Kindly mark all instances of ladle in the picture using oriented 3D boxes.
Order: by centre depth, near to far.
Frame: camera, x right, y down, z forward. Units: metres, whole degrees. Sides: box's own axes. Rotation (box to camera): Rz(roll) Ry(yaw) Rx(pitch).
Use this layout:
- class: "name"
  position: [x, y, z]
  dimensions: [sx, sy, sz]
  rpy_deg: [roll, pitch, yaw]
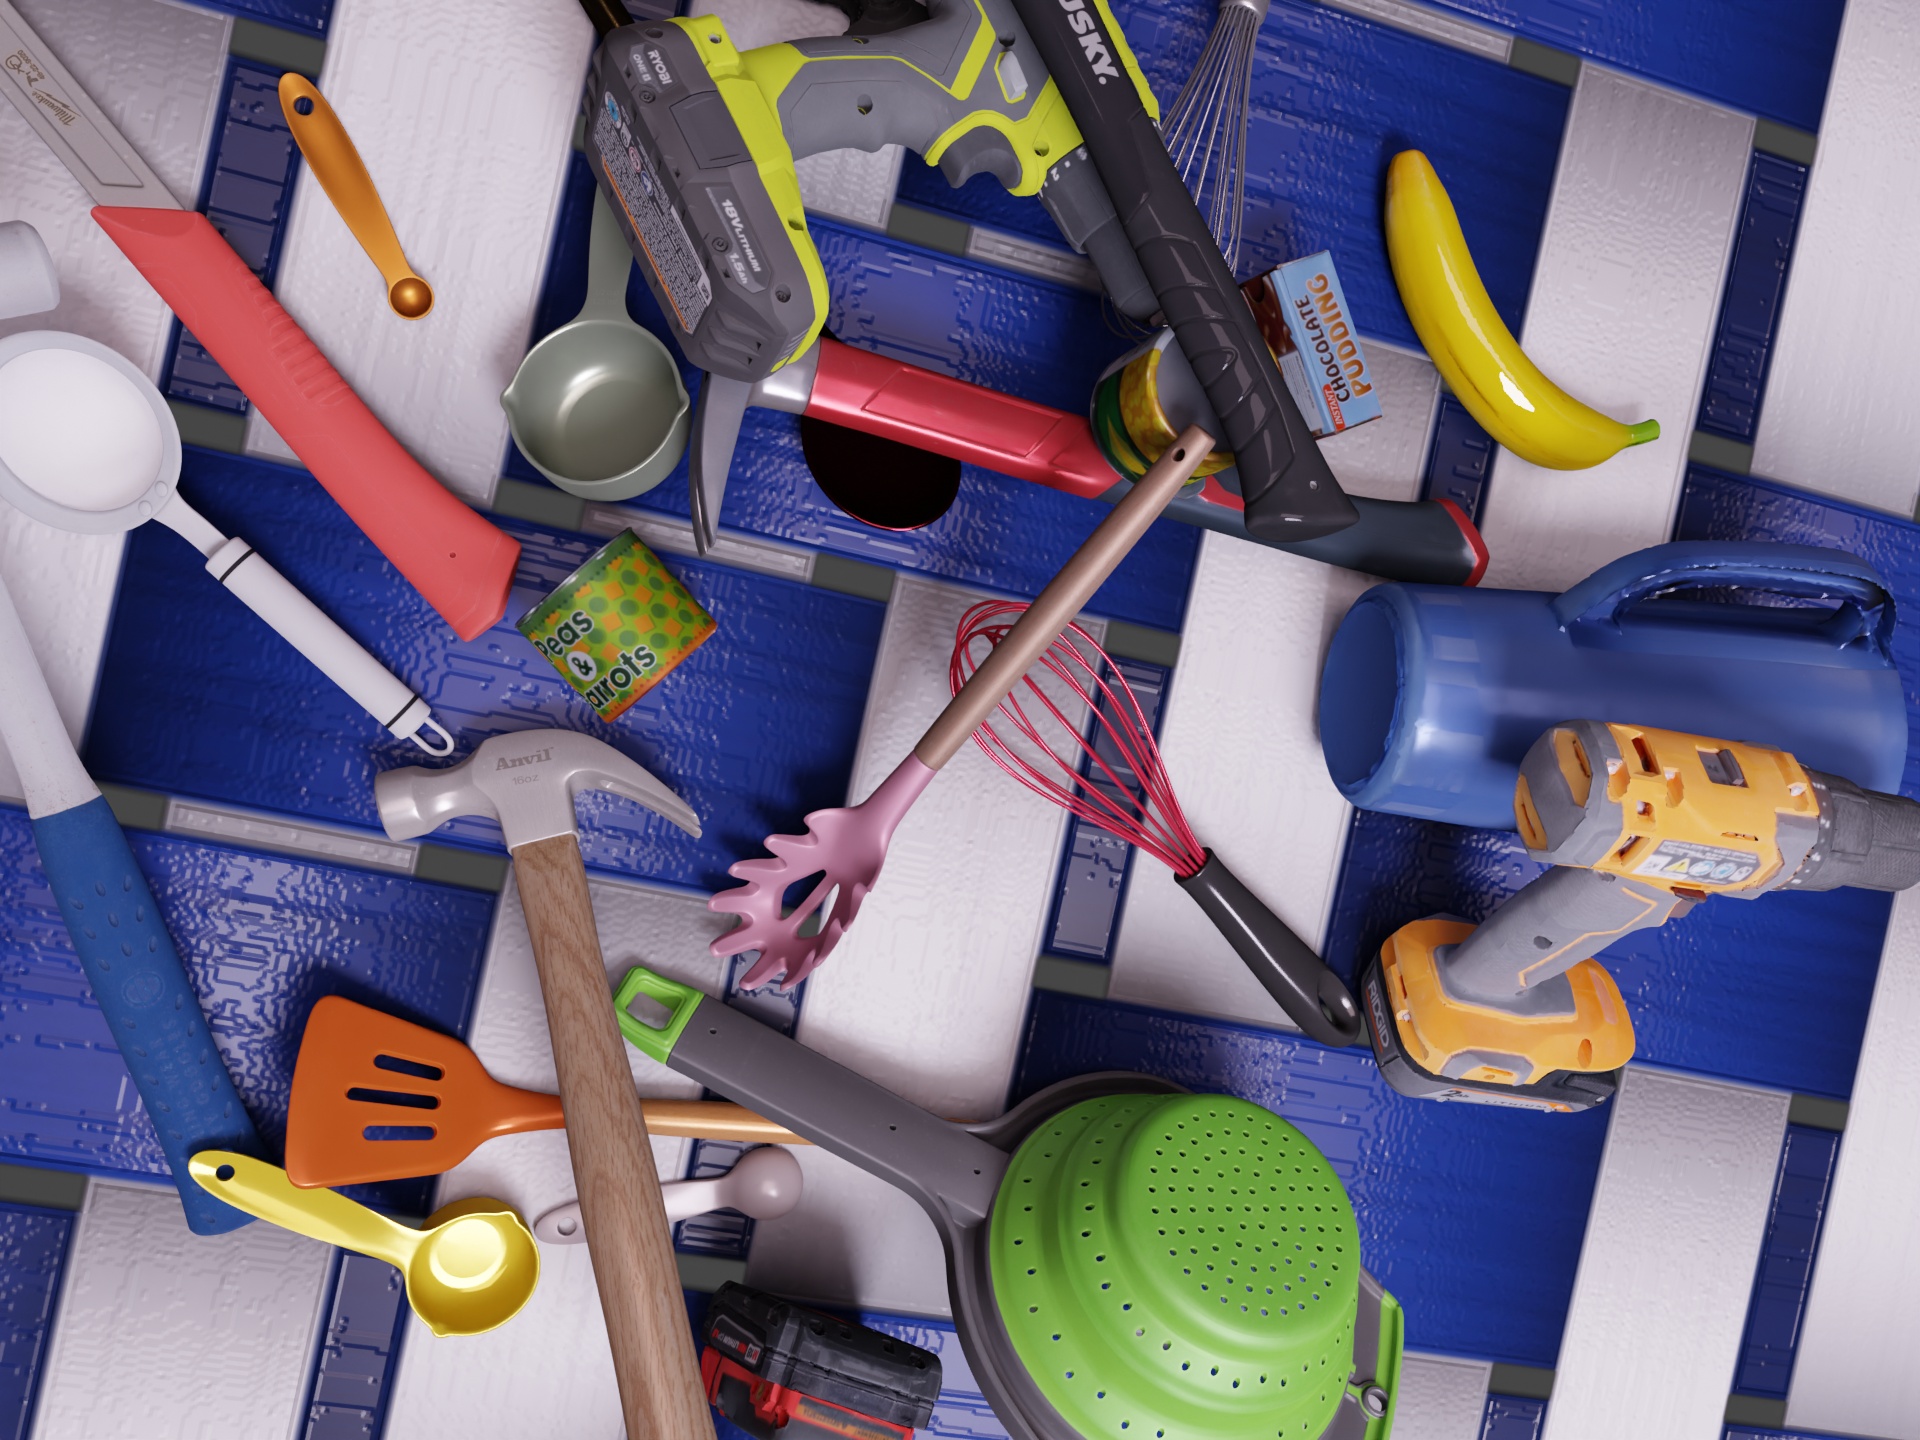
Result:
- class: "ladle"
  position: [-0.099, -0.222, 0.714]
  dimensions: [0.069, 0.031, 0.315]
  rpy_deg: [-34, 97, -18]

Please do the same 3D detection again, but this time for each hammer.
- class: "hammer"
  position: [-0.359, 0.025, 0.618]
  dimensions: [0.144, 0.035, 0.405]
  rpy_deg: [-26, 112, -33]
- class: "hammer"
  position: [0.071, -0.222, 0.626]
  dimensions: [0.146, 0.035, 0.335]
  rpy_deg: [-28, 92, -25]
- class: "hammer"
  position: [-0.146, 0.158, 0.656]
  dimensions: [0.130, 0.031, 0.331]
  rpy_deg: [-14, 72, -10]
- class: "hammer"
  position: [-0.321, -0.175, 0.663]
  dimensions: [0.149, 0.037, 0.359]
  rpy_deg: [-40, 99, -8]
- class: "hammer"
  position: [0.071, -0.101, 0.728]
  dimensions: [0.386, 0.038, 0.143]
  rpy_deg: [13, 80, -18]

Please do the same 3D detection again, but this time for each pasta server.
- class: "pasta server"
  position: [-0.001, -0.002, 0.685]
  dimensions: [0.060, 0.040, 0.316]
  rpy_deg: [46, 109, 15]

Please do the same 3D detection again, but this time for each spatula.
- class: "spatula"
  position: [-0.129, 0.179, 0.718]
  dimensions: [0.322, 0.041, 0.081]
  rpy_deg: [7, 66, -14]

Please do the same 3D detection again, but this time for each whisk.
- class: "whisk"
  position: [0.123, -0.308, 0.744]
  dimensions: [0.070, 0.070, 0.285]
  rpy_deg: [19, 84, -12]
- class: "whisk"
  position: [0.098, 0.056, 0.755]
  dimensions: [0.073, 0.073, 0.295]
  rpy_deg: [-45, 106, -7]

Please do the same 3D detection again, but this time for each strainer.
- class: "strainer"
  position: [-0.314, -0.073, 0.669]
  dimensions: [0.087, 0.050, 0.258]
  rpy_deg: [-39, 107, 18]

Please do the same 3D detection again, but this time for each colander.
- class: "colander"
  position: [0.031, 0.192, 0.689]
  dimensions: [0.397, 0.094, 0.205]
  rpy_deg: [28, 45, 1]

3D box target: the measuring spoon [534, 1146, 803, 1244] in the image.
- class: "measuring spoon"
  position: [-0.133, 0.224, 0.731]
  dimensions: [0.124, 0.018, 0.034]
  rpy_deg: [-9, 95, -11]

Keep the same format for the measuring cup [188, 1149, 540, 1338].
- class: "measuring cup"
  position: [-0.256, 0.216, 0.688]
  dimensions: [0.156, 0.029, 0.062]
  rpy_deg: [31, 86, -21]

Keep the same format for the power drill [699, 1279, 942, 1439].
- class: "power drill"
  position: [-0.101, 0.368, 0.685]
  dimensions: [0.080, 0.188, 0.227]
  rpy_deg: [25, 69, -17]

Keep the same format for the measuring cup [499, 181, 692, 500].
- class: "measuring cup"
  position: [-0.152, -0.176, 0.702]
  dimensions: [0.083, 0.038, 0.168]
  rpy_deg: [2, 76, 5]

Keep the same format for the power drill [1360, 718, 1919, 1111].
- class: "power drill"
  position: [0.305, 0.092, 0.720]
  dimensions: [0.185, 0.226, 0.084]
  rpy_deg: [8, 47, -12]

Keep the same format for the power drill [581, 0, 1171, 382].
- class: "power drill"
  position: [-0.017, -0.225, 0.648]
  dimensions: [0.228, 0.080, 0.190]
  rpy_deg: [-26, 90, -23]

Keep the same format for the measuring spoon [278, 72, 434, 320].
- class: "measuring spoon"
  position: [-0.262, -0.226, 0.689]
  dimensions: [0.021, 0.011, 0.117]
  rpy_deg: [-29, 95, -9]
